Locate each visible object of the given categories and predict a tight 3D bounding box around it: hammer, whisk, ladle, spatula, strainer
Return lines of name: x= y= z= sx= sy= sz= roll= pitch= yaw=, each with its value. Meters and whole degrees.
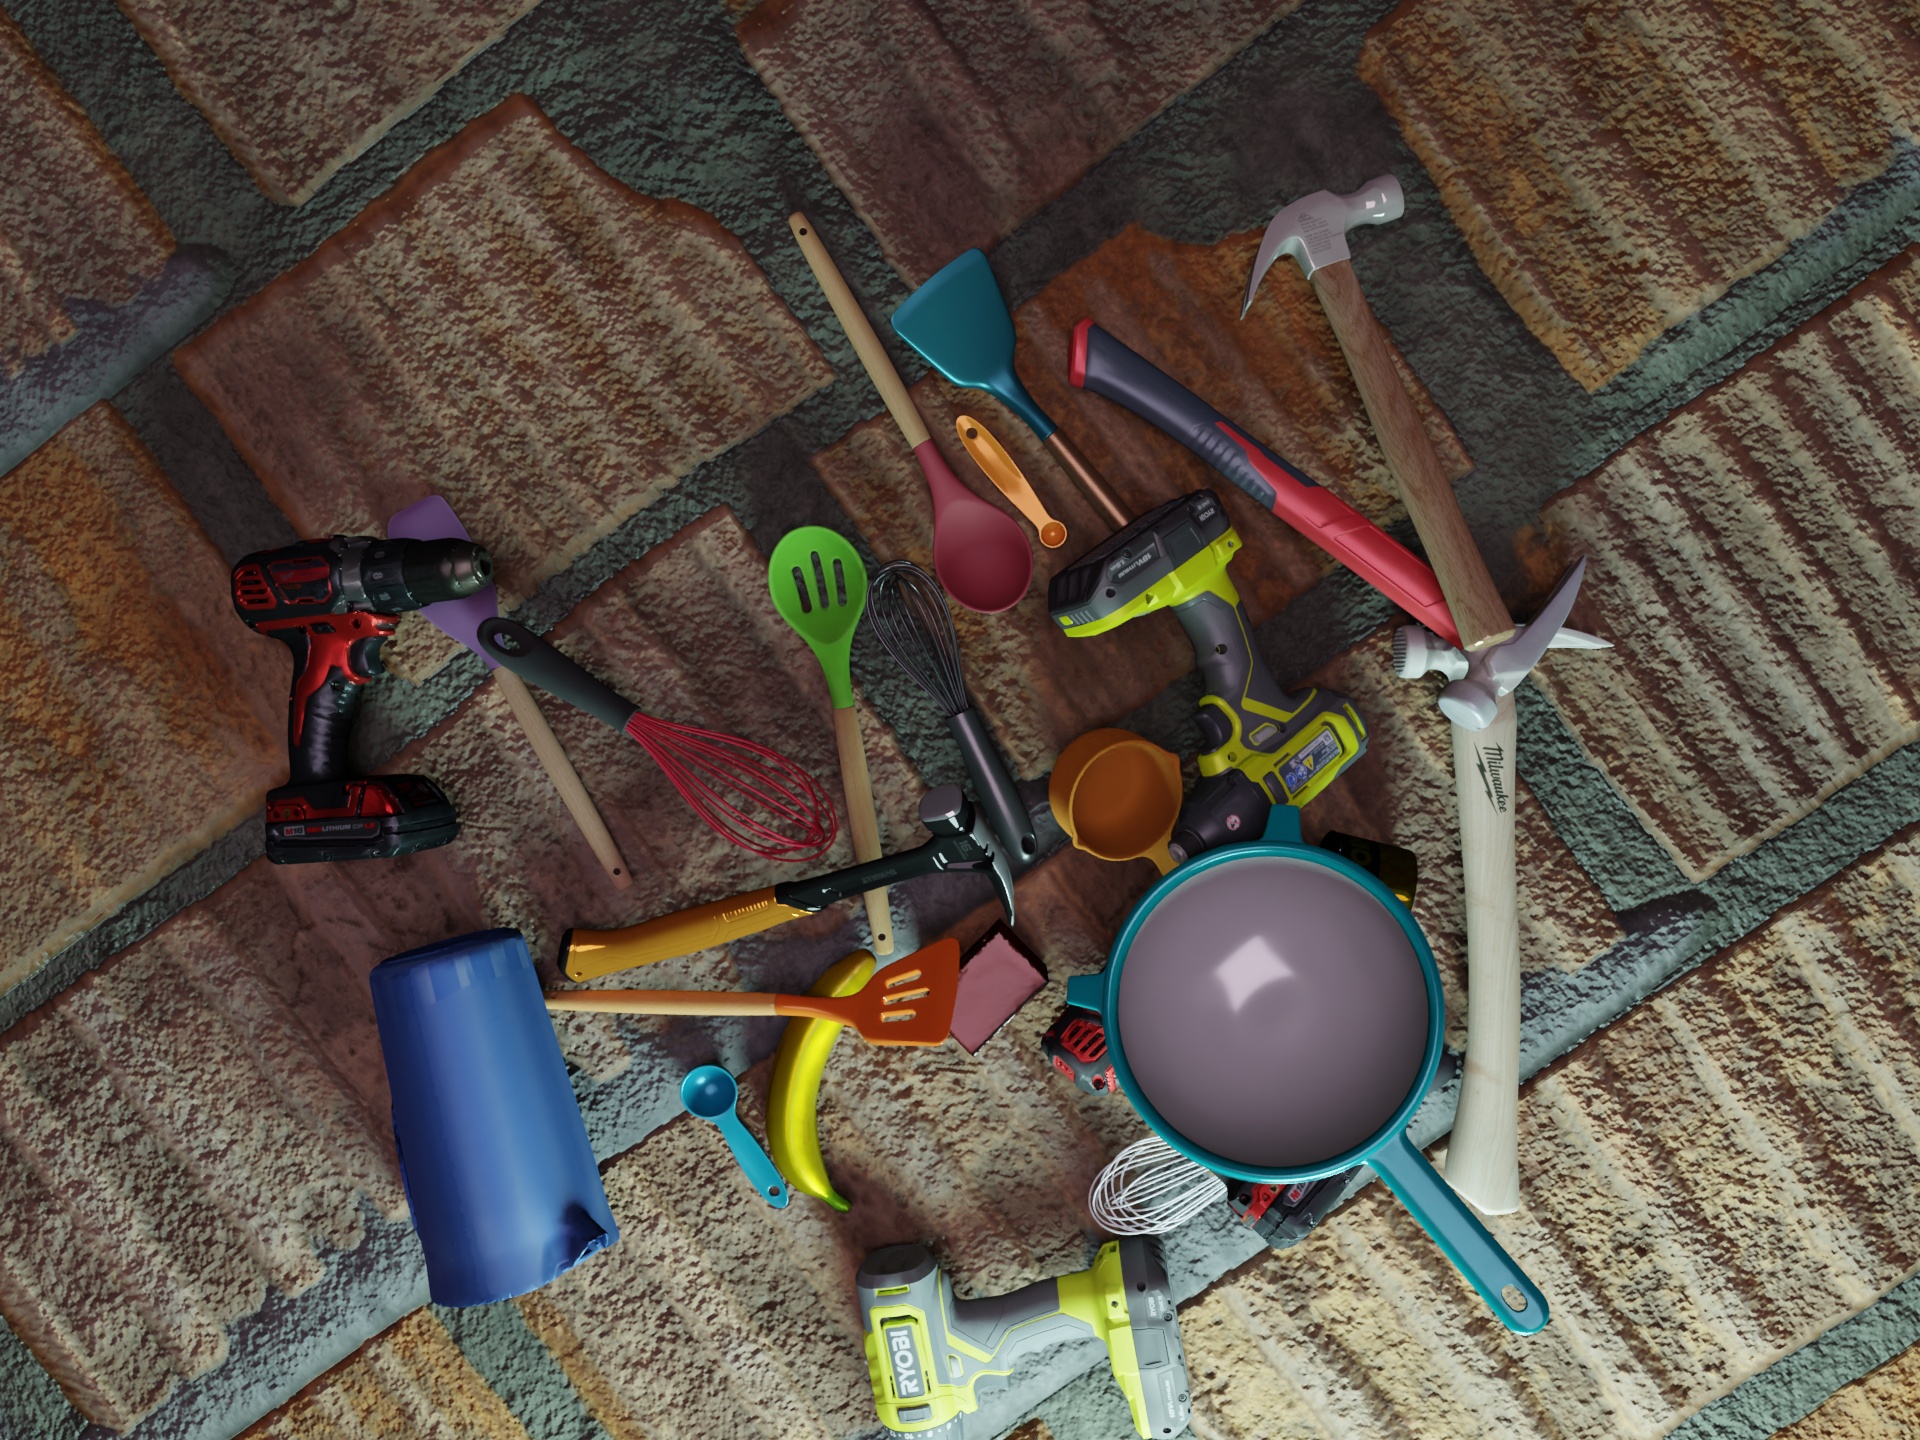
hammer: x=0.289 y=-0.202 z=1.068 sx=0.130 sy=0.031 sz=0.331 roll=-20 pitch=80 yaw=-3
whisk: x=-0.002 y=-0.003 z=1.128 sx=0.055 sy=0.055 sz=0.239 roll=-25 pitch=97 yaw=4
hammer: x=0.382 y=0.137 z=1.115 sx=0.146 sy=0.038 sz=0.410 roll=-1 pitch=90 yaw=1
ladle: x=-0.041 y=-0.217 z=1.122 sx=0.069 sy=0.031 sz=0.315 roll=-29 pitch=91 yaw=1
spatula: x=-0.155 y=0.196 z=1.127 sx=0.322 sy=0.041 sz=0.081 roll=-2 pitch=54 yaw=13
hammer: x=-0.130 y=0.134 z=1.120 sx=0.337 sy=0.034 sz=0.127 roll=-17 pitch=133 yaw=15
whisk: x=0.225 y=0.298 z=1.144 sx=0.284 sy=0.070 sz=0.070 roll=-22 pitch=94 yaw=-2
spatula: x=0.080 y=-0.180 z=1.112 sx=0.082 sy=0.044 sz=0.317 roll=-41 pitch=93 yaw=-5
whisk: x=-0.216 y=0.010 z=1.127 sx=0.296 sy=0.073 sz=0.073 roll=32 pitch=95 yaw=2
spatula: x=-0.322 y=-0.015 z=1.151 sx=0.060 sy=0.018 sz=0.316 roll=-30 pitch=92 yaw=-5
strainer: x=0.241 y=0.234 z=1.006 sx=0.211 sy=0.095 sz=0.341 roll=-41 pitch=71 yaw=3
hammer: x=0.240 y=-0.164 z=1.094 sx=0.386 sy=0.038 sz=0.143 roll=38 pitch=78 yaw=5

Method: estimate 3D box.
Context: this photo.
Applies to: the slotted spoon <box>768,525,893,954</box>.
slotted spoon: x=-0.081 y=0.016 z=1.142 sx=0.070 sy=0.031 sz=0.313 roll=-9 pitch=96 yaw=3

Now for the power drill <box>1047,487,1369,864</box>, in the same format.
power drill: x=0.162 y=-0.026 z=1.070 sx=0.171 sy=0.080 sz=0.223 roll=-36 pitch=100 yaw=-25

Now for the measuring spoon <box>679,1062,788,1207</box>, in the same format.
measuring spoon: x=-0.163 y=0.306 z=1.176 sx=0.042 sy=0.021 sz=0.128 roll=-29 pitch=102 yaw=3

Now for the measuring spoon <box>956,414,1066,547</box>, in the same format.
measuring spoon: x=0.035 y=-0.170 z=1.133 sx=0.021 sy=0.011 sz=0.117 roll=-39 pitch=89 yaw=5

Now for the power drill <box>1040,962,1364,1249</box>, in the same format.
power drill: x=0.179 y=0.244 z=1.101 sx=0.220 sy=0.078 sz=0.143 roll=39 pitch=74 yaw=19

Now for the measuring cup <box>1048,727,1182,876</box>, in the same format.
measuring cup: x=0.128 y=0.078 z=1.134 sx=0.095 sy=0.052 sz=0.173 roll=-40 pitch=118 yaw=-6

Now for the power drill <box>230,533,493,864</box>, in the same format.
power drill: x=-0.409 y=-0.019 z=1.115 sx=0.188 sy=0.080 sz=0.227 roll=-5 pitch=91 yaw=13

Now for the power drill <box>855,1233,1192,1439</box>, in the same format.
power drill: x=0.047 y=0.470 z=1.151 sx=0.228 sy=0.080 sz=0.190 roll=-10 pitch=94 yaw=5
